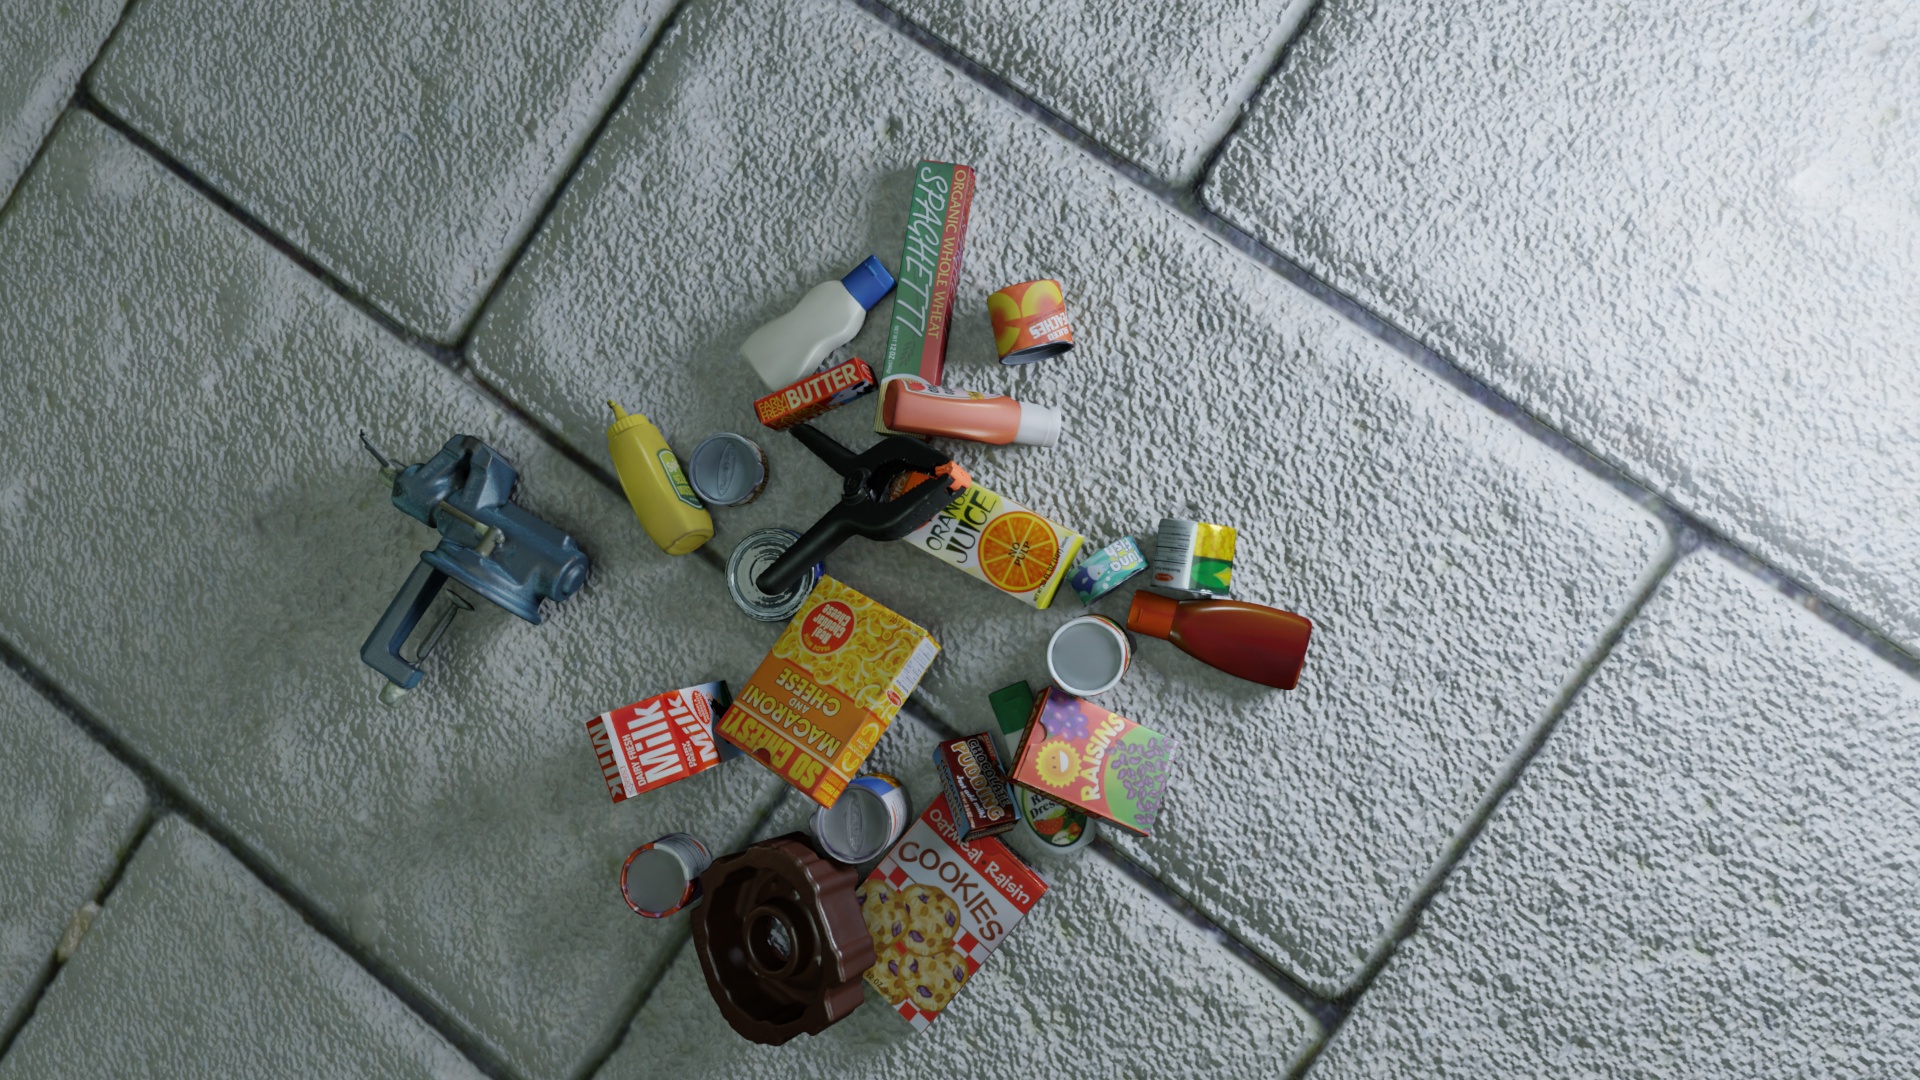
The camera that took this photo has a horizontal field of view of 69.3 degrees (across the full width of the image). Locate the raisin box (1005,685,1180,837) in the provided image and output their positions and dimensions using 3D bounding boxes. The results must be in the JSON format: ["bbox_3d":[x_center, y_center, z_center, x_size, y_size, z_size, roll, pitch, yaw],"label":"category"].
[{"bbox_3d":[0.110,0.185,1.157,0.123,0.040,0.086,24,73,-5],"label":"raisin box"}]

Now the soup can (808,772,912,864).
[{"bbox_3d":[-0.084,0.237,1.194,0.071,0.084,0.071,0,87,10],"label":"soup can"}]

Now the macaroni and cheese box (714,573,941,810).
[{"bbox_3d":[-0.114,0.126,1.183,0.124,0.040,0.167,26,74,33],"label":"macaroni and cheese box"}]

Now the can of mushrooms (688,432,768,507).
[{"bbox_3d":[-0.207,-0.063,1.255,0.071,0.033,0.071,-1,87,10],"label":"can of mushrooms"}]

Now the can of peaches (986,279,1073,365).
[{"bbox_3d":[0.061,-0.188,1.195,0.071,0.071,0.058,-13,85,9],"label":"can of peaches"}]

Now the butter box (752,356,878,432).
[{"bbox_3d":[-0.128,-0.129,1.234,0.103,0.053,0.024,-23,82,8],"label":"butter box"}]

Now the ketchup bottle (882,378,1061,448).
[{"bbox_3d":[0.010,-0.106,1.189,0.149,0.065,0.043,7,102,-14],"label":"ketchup bottle"}]

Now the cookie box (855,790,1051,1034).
[{"bbox_3d":[-0.022,0.319,1.201,0.123,0.040,0.167,41,95,10],"label":"cookie box"}]

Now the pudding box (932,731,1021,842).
[{"bbox_3d":[0.014,0.209,1.183,0.050,0.030,0.084,-7,59,-24],"label":"pudding box"}]

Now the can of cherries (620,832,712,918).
[{"bbox_3d":[-0.262,0.300,1.235,0.071,0.058,0.071,0,87,10],"label":"can of cherries"}]

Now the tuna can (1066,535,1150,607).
[{"bbox_3d":[0.125,0.025,1.173,0.071,0.071,0.033,-33,82,7],"label":"tuna can"}]

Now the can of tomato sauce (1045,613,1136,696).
[{"bbox_3d":[0.111,0.096,1.166,0.071,0.083,0.071,0,88,10],"label":"can of tomato sauce"}]

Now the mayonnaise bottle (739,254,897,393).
[{"bbox_3d":[-0.124,-0.195,1.243,0.148,0.041,0.065,-38,78,5],"label":"mayonnaise bottle"}]

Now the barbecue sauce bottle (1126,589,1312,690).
[{"bbox_3d":[0.216,0.077,1.169,0.148,0.044,0.064,15,100,11],"label":"barbecue sauce bottle"}]

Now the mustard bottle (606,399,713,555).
[{"bbox_3d":[-0.281,-0.064,1.254,0.049,0.065,0.160,-33,79,12],"label":"mustard bottle"}]

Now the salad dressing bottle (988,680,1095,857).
[{"bbox_3d":[0.067,0.194,1.189,0.064,0.044,0.147,-22,84,0],"label":"salad dressing bottle"}]

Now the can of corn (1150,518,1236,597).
[{"bbox_3d":[0.197,0.015,1.165,0.071,0.071,0.058,8,89,10],"label":"can of corn"}]

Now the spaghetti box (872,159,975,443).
[{"bbox_3d":[-0.032,-0.213,1.233,0.050,0.028,0.250,9,89,9],"label":"spaghetti box"}]

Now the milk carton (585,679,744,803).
[{"bbox_3d":[-0.251,0.169,1.172,0.073,0.190,0.072,-21,84,9],"label":"milk carton"}]

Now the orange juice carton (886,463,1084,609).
[{"bbox_3d":[0.004,-0.015,1.195,0.193,0.073,0.071,27,93,11],"label":"orange juice carton"}]
